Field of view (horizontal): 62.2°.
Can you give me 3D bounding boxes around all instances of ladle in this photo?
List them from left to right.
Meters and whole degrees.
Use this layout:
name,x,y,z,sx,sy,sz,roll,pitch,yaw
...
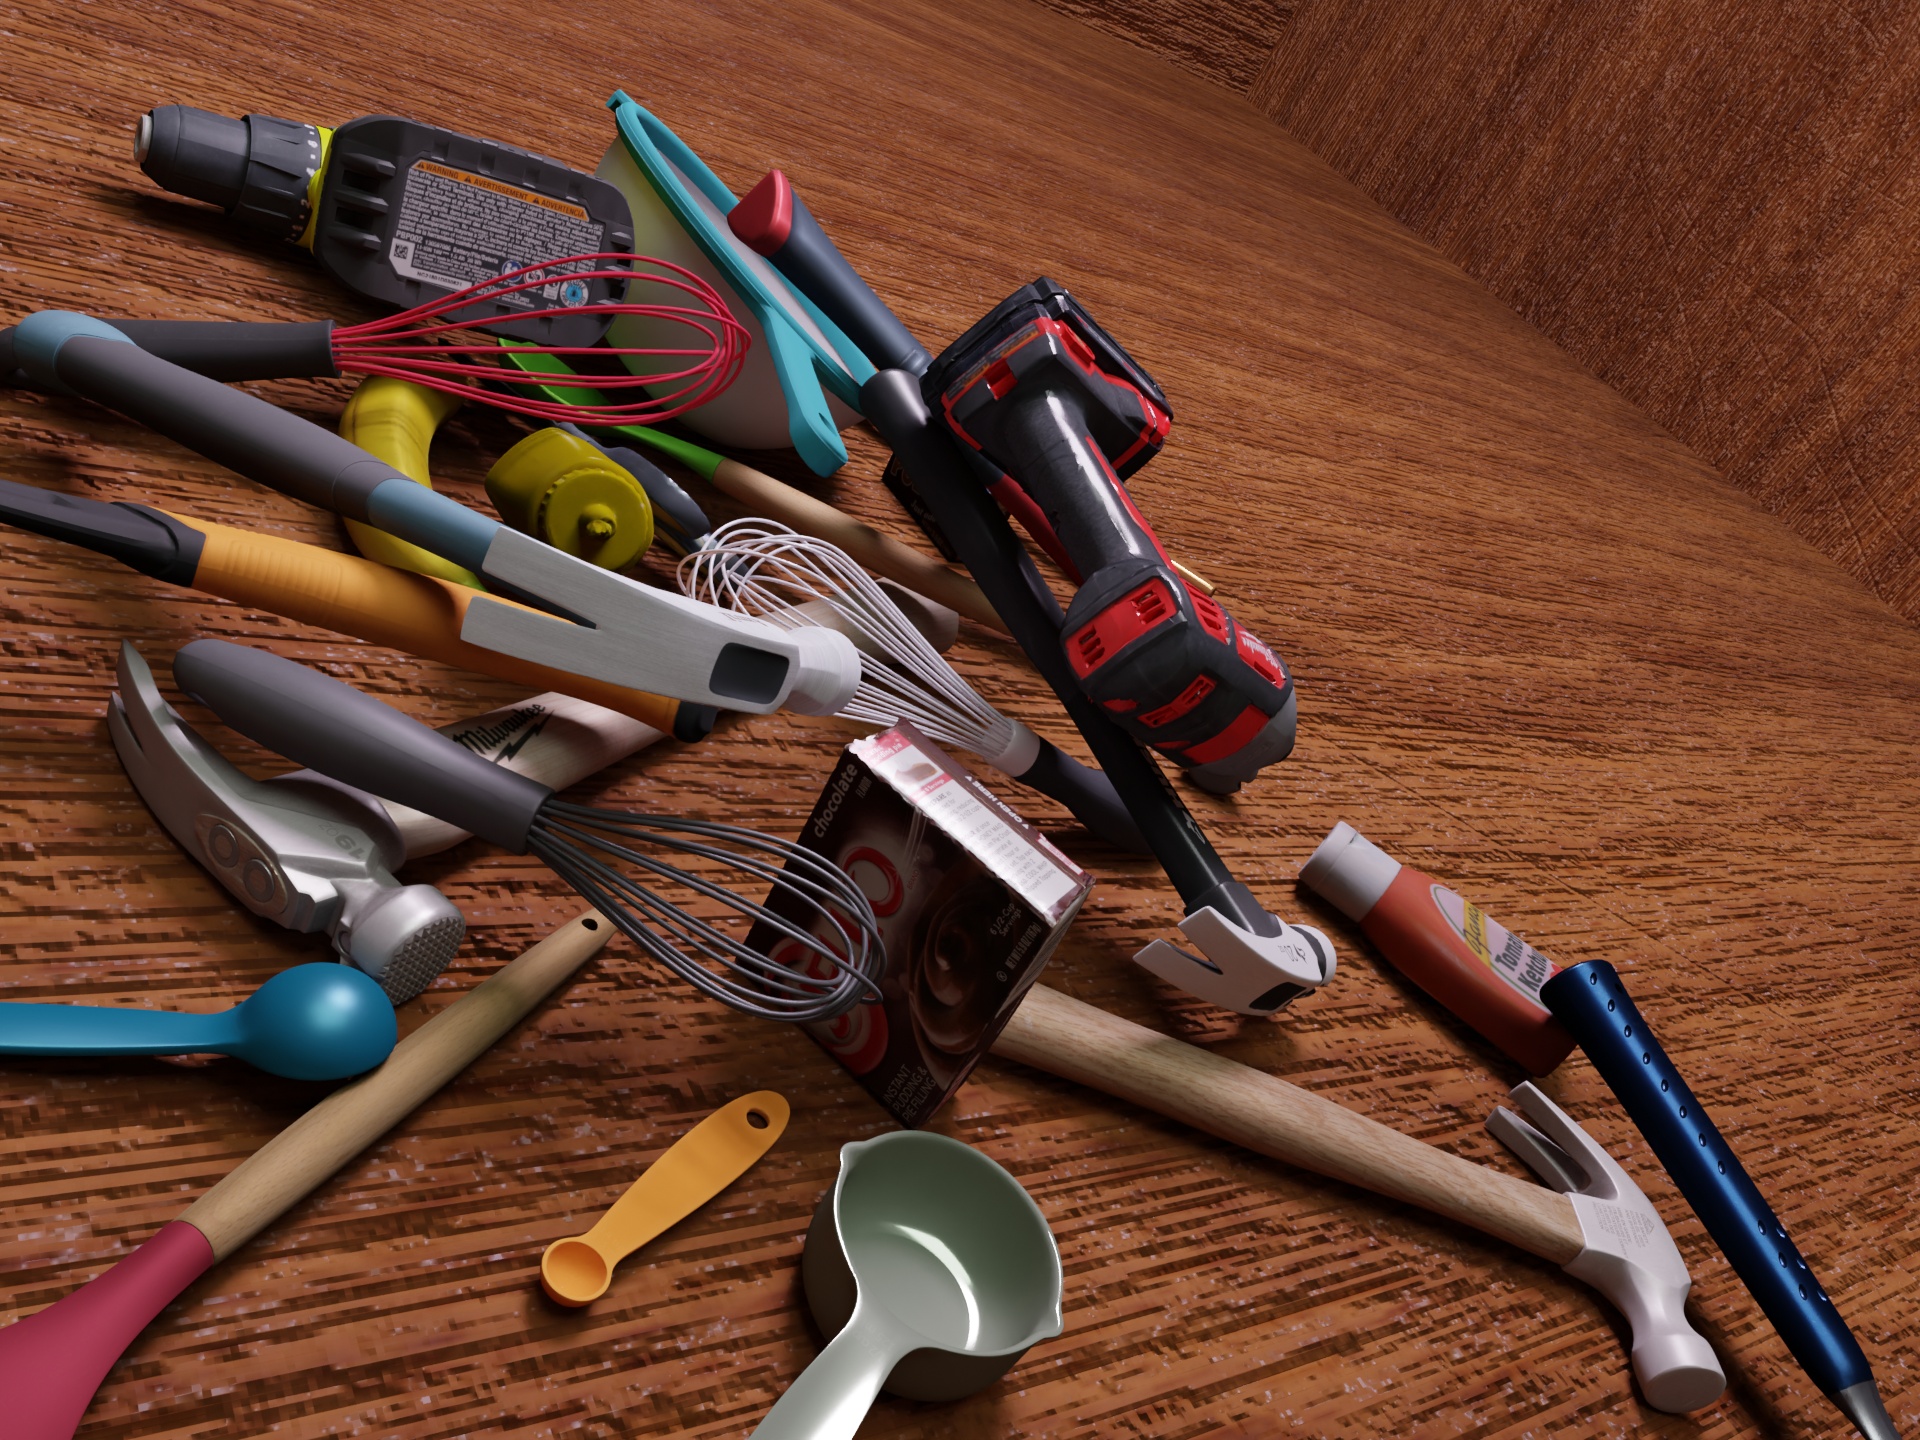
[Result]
name,x,y,z,sx,sy,sz,roll,pitch,yaw
ladle,-0.176,0.120,0.406,0.069,0.031,0.315,34,28,7

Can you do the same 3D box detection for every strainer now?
name,x,y,z,sx,sy,sz,roll,pitch,yaw
strainer,-0.122,-0.182,0.803,0.210,0.095,0.341,44,14,-34

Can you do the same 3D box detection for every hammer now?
name,x,y,z,sx,sy,sz,roll,pitch,yaw
hammer,-0.233,-0.050,0.509,0.336,0.034,0.127,17,8,-30
hammer,-0.197,-0.076,0.534,0.331,0.033,0.128,24,7,22
hammer,-0.126,-0.018,0.648,0.146,0.038,0.410,38,30,15
hammer,0.030,-0.131,0.836,0.386,0.038,0.143,46,26,-16
hammer,0.044,-0.023,0.686,0.335,0.035,0.146,59,20,21
hammer,0.147,0.164,0.630,0.331,0.031,0.130,24,31,-13
hammer,0.356,0.271,0.618,0.144,0.035,0.406,8,44,-36

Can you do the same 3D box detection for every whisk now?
name,x,y,z,sx,sy,sz,roll,pitch,yaw
whisk,-0.233,-0.152,0.645,0.295,0.073,0.073,-4,39,-10
whisk,-0.130,0.030,0.481,0.239,0.055,0.055,25,30,1
whisk,-0.002,-0.002,0.680,0.284,0.070,0.070,31,25,-35

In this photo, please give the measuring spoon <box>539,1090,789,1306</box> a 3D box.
name,x,y,z,sx,sy,sz,roll,pitch,yaw
measuring spoon,-0.085,0.141,0.475,0.021,0.011,0.117,39,27,12

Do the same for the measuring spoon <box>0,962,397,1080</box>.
name,x,y,z,sx,sy,sz,roll,pitch,yaw
measuring spoon,-0.215,0.075,0.421,0.128,0.021,0.042,6,21,-24

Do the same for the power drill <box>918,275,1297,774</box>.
name,x,y,z,sx,sy,sz,roll,pitch,yaw
power drill,0.073,-0.074,0.683,0.143,0.078,0.220,29,31,-49

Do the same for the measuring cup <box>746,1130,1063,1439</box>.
name,x,y,z,sx,sy,sz,roll,pitch,yaw
measuring cup,-0.031,0.180,0.438,0.083,0.038,0.167,37,32,10

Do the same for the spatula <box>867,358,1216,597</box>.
name,x,y,z,sx,sy,sz,roll,pitch,yaw
spatula,0.023,-0.168,0.972,0.323,0.081,0.041,34,71,14

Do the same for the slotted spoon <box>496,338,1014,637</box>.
name,x,y,z,sx,sy,sz,roll,pitch,yaw
slotted spoon,-0.097,-0.111,0.781,0.314,0.031,0.070,28,12,9

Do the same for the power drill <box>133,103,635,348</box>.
name,x,y,z,sx,sy,sz,roll,pitch,yaw
power drill,-0.273,-0.243,0.756,0.190,0.080,0.229,7,15,-38
